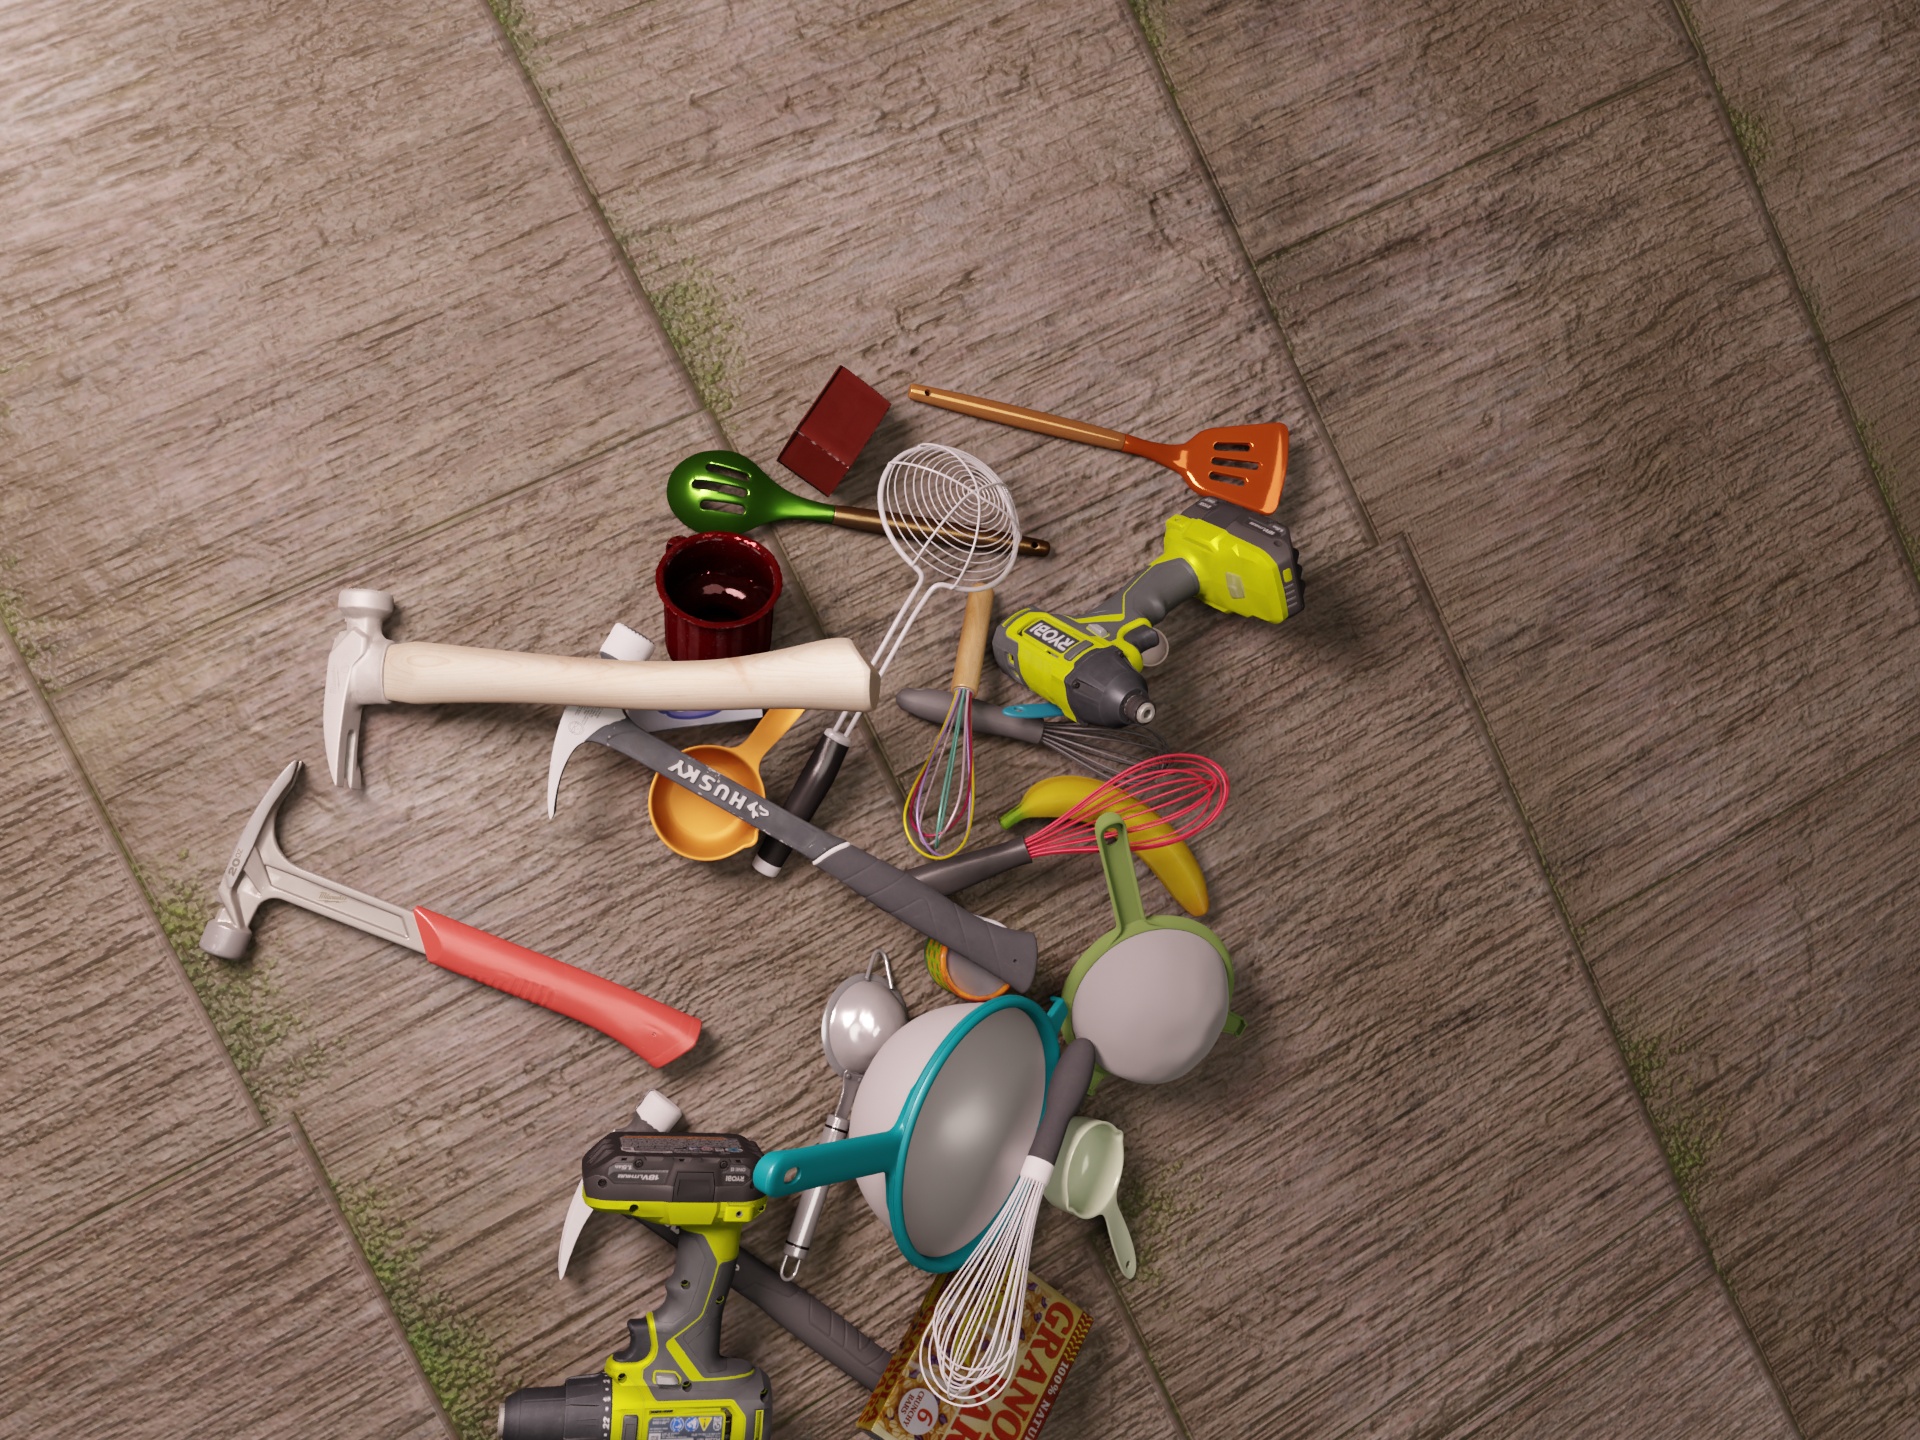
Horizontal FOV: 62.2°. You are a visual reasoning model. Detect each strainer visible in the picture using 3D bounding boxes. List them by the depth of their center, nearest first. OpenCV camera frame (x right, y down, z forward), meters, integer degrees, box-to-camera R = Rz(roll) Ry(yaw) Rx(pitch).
[{"bbox_3d":[-0.054,0.294,1.154,0.340,0.095,0.211,8,94,-54],"label":"strainer"},{"bbox_3d":[-0.089,0.303,1.225,0.086,0.050,0.258,28,75,-36],"label":"strainer"},{"bbox_3d":[0.147,0.191,1.240,0.151,0.069,0.256,-19,119,-8],"label":"strainer"}]

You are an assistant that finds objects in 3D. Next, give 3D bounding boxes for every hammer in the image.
[{"bbox_3d":[-0.259,-0.018,1.124,0.410,0.038,0.146,2,84,13],"label":"hammer"},{"bbox_3d":[-0.360,0.163,1.182,0.359,0.037,0.149,24,82,-12],"label":"hammer"},{"bbox_3d":[-0.116,0.094,1.189,0.408,0.036,0.149,31,85,-9],"label":"hammer"},{"bbox_3d":[-0.153,0.440,1.222,0.334,0.035,0.146,40,78,-10],"label":"hammer"}]

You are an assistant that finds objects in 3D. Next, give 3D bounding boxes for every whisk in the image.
[{"bbox_3d":[0.047,0.368,1.189,0.070,0.070,0.285,30,65,-11],"label":"whisk"},{"bbox_3d":[-0.004,-0.005,1.239,0.047,0.051,0.245,2,60,14],"label":"whisk"},{"bbox_3d":[0.071,0.094,1.258,0.296,0.073,0.073,-20,93,4],"label":"whisk"},{"bbox_3d":[0.063,0.010,1.291,0.239,0.055,0.055,14,84,-9],"label":"whisk"}]

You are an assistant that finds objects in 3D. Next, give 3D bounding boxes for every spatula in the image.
[{"bbox_3d":[0.115,-0.239,1.319,0.322,0.041,0.081,11,86,-13],"label":"spatula"}]

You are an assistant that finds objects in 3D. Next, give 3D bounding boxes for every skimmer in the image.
[{"bbox_3d":[-0.071,-0.046,1.255,0.127,0.090,0.363,28,95,-20],"label":"skimmer"}]

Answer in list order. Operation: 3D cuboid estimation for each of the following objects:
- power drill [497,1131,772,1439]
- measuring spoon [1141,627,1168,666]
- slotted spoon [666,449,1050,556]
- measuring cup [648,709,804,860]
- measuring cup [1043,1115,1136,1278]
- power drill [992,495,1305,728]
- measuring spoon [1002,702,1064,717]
[{"bbox_3d":[-0.227,0.420,1.146,0.190,0.080,0.228,5,88,-15],"label":"power drill"},{"bbox_3d":[0.114,-0.046,1.325,0.124,0.018,0.034,-18,78,-8],"label":"measuring spoon"},{"bbox_3d":[-0.077,-0.163,1.275,0.313,0.031,0.070,8,82,-15],"label":"slotted spoon"},{"bbox_3d":[-0.168,0.030,1.225,0.095,0.052,0.173,41,80,-8],"label":"measuring cup"},{"bbox_3d":[0.106,0.388,1.279,0.083,0.038,0.167,-45,128,-37],"label":"measuring cup"},{"bbox_3d":[0.158,-0.079,1.261,0.223,0.171,0.080,-34,127,-17],"label":"power drill"},{"bbox_3d":[0.088,-0.018,1.282,0.128,0.042,0.021,-6,119,-35],"label":"measuring spoon"}]
